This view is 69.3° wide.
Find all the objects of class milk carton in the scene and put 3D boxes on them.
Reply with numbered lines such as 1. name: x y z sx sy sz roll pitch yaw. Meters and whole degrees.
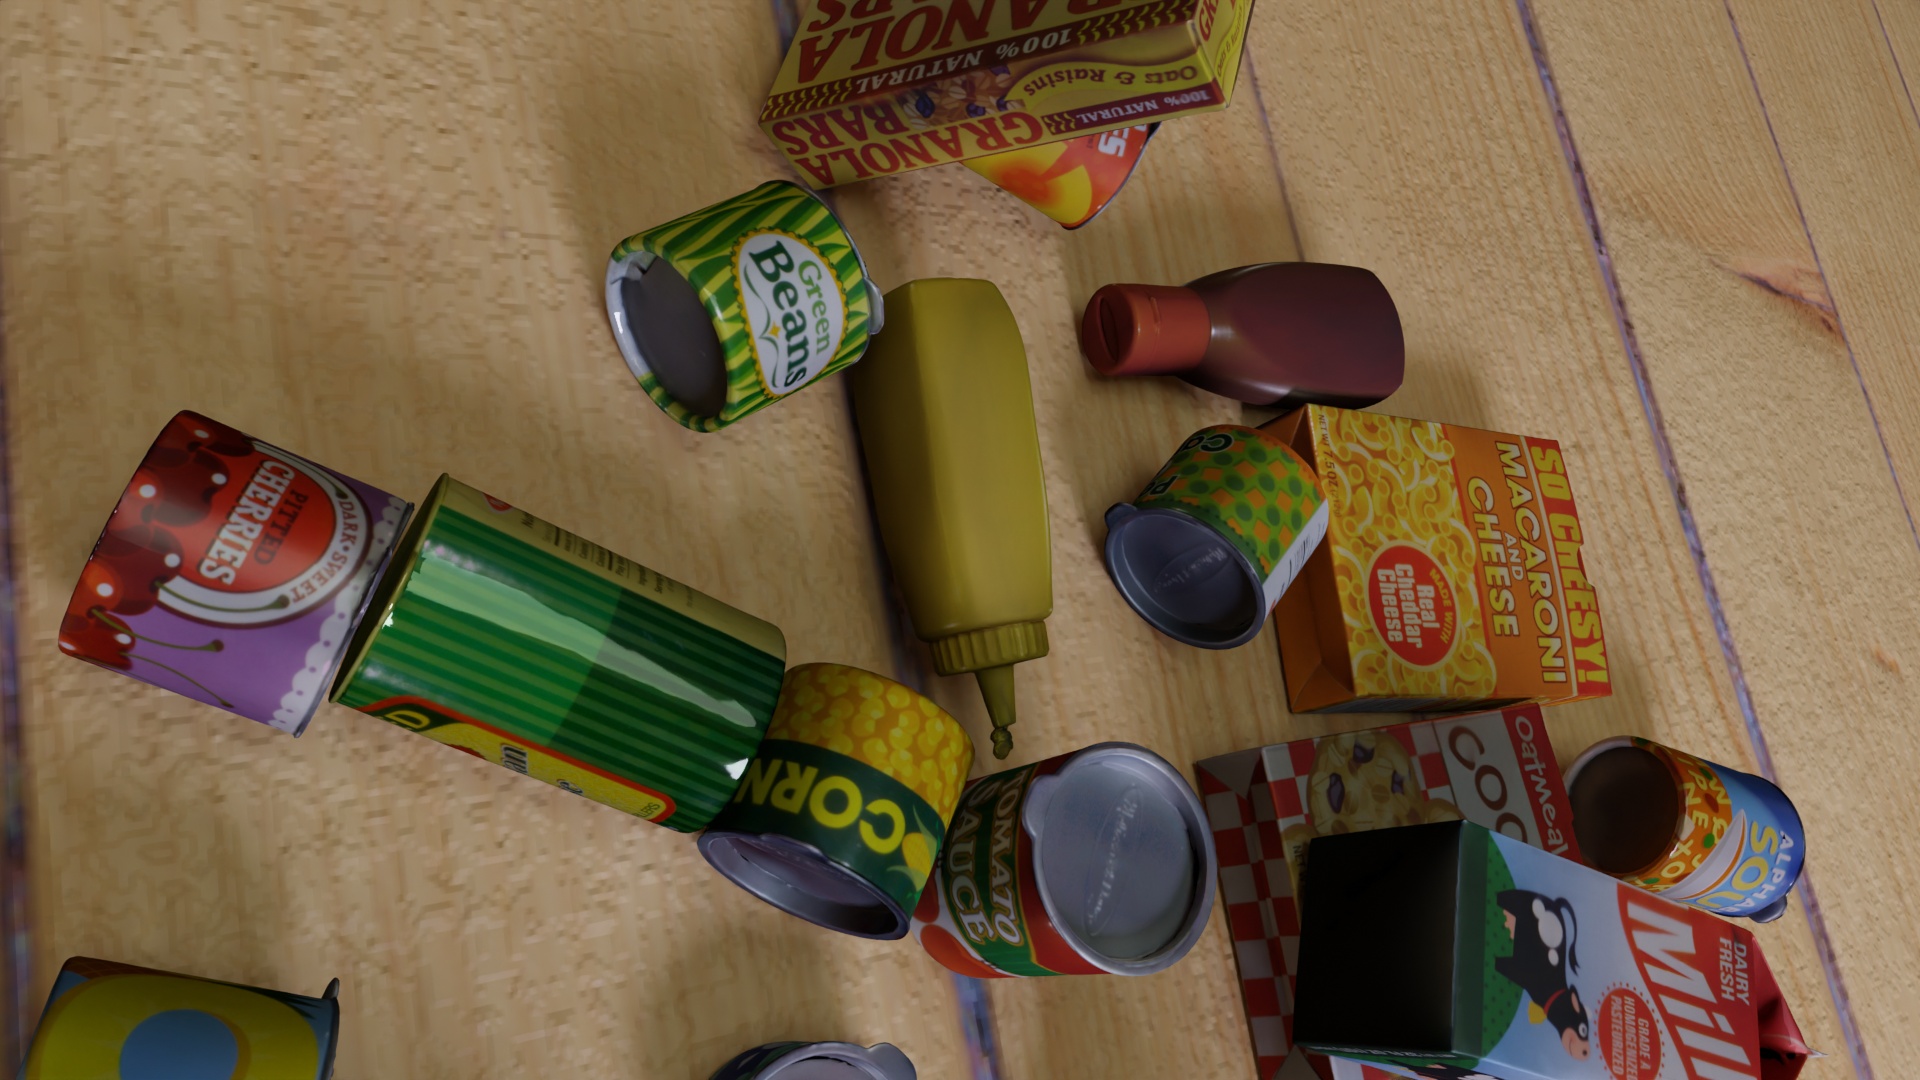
1. milk carton: 0.214 0.161 0.488 0.190 0.072 0.074 23 64 -24

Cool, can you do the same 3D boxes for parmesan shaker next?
1. parmesan shaker: -0.107 0.034 0.381 0.103 0.071 0.071 27 61 -22

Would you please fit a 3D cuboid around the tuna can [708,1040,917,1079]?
1. tuna can: -0.044 0.175 0.395 0.071 0.032 0.071 11 68 -29

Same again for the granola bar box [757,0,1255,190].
1. granola bar box: 0.022 -0.192 0.488 0.039 0.165 0.125 48 50 -46

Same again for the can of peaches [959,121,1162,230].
1. can of peaches: 0.037 -0.165 0.542 0.058 0.071 0.071 26 61 -21

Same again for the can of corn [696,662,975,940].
1. can of corn: -0.035 0.076 0.412 0.071 0.071 0.058 35 58 -18

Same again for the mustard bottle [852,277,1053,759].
1. mustard bottle: 0.002 -0.006 0.471 0.049 0.065 0.160 -7 83 -28

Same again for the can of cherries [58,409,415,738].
1. can of cherries: -0.178 0.007 0.346 0.058 0.071 0.072 27 61 -22

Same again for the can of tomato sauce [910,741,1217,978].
1. can of tomato sauce: 0.026 0.102 0.433 0.071 0.083 0.071 11 68 -29

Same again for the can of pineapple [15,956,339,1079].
1. can of pineapple: -0.178 0.129 0.307 0.058 0.070 0.071 21 63 -25

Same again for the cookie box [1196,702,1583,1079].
1. cookie box: 0.179 0.134 0.545 0.168 0.040 0.123 -2 75 -33

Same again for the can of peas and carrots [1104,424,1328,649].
1. can of peas and carrots: 0.095 -0.004 0.526 0.071 0.070 0.059 50 54 -8

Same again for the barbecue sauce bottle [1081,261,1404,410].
1. barbecue sauce bottle: 0.121 -0.087 0.584 0.149 0.043 0.065 -3 75 -32

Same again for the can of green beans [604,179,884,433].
1. can of green beans: -0.071 -0.075 0.445 0.058 0.071 0.071 -33 93 -35

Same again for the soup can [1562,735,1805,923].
1. soup can: 0.321 0.130 0.618 0.084 0.071 0.071 18 65 -26

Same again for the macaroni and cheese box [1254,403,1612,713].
1. macaroni and cheese box: 0.208 0.011 0.606 0.167 0.040 0.124 3 72 -31
